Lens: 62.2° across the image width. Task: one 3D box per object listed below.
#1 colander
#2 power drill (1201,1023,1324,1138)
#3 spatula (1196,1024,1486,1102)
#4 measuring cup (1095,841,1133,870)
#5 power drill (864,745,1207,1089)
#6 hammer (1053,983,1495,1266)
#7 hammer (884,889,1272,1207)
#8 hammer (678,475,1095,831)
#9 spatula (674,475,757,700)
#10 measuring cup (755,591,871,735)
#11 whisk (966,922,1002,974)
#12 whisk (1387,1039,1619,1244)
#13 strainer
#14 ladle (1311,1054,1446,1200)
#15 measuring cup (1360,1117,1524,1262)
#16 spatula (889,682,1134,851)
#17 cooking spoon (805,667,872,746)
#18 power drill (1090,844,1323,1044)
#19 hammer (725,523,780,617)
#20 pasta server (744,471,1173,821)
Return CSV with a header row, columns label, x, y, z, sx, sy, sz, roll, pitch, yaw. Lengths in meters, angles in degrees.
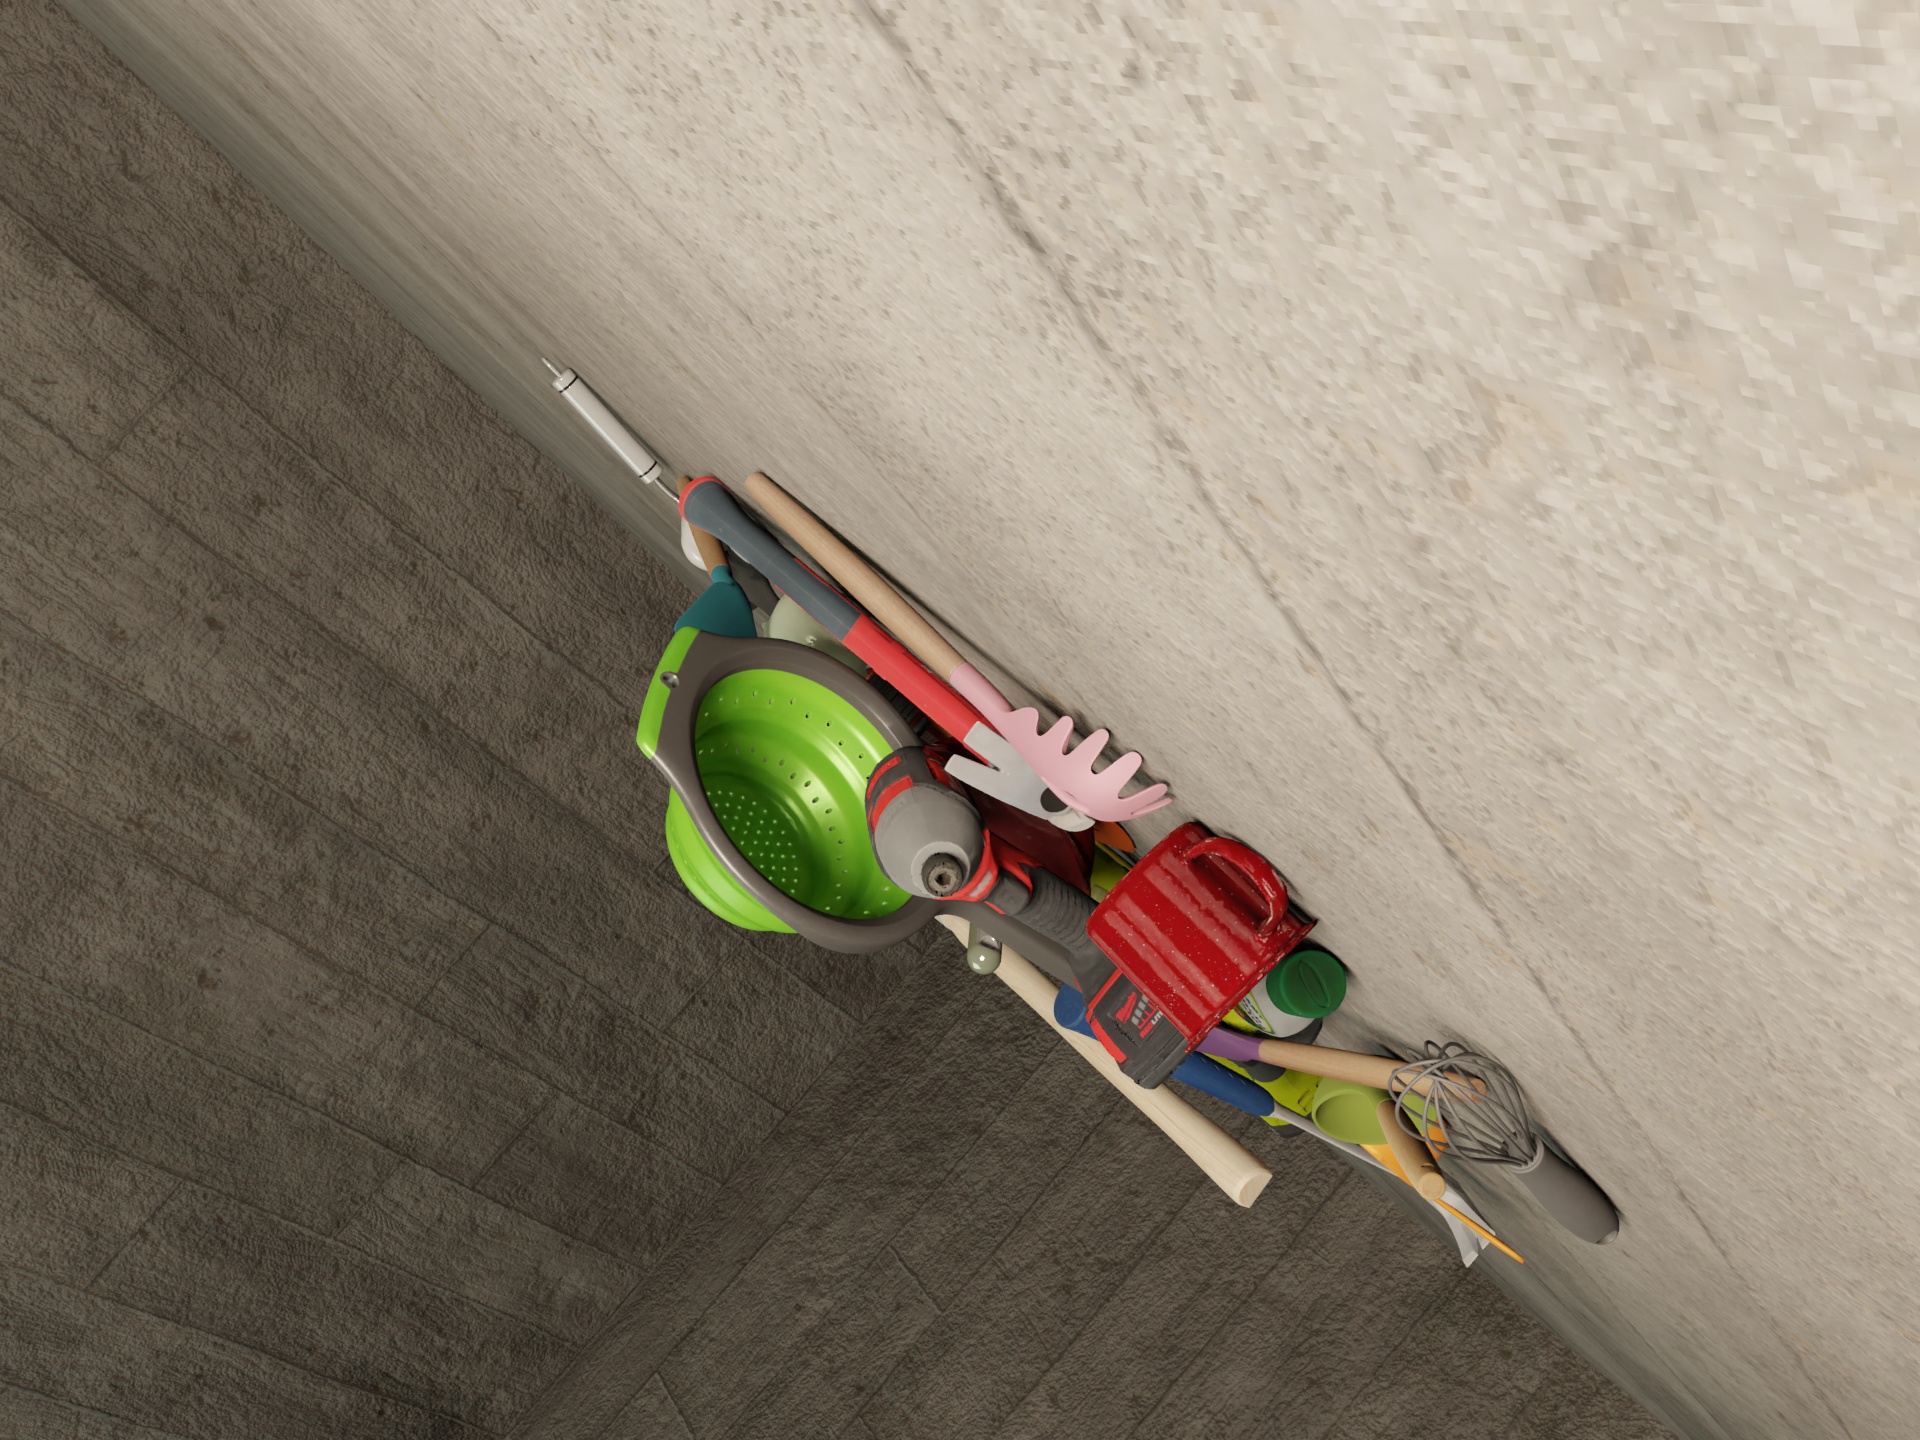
label,x,y,z,sx,sy,sz,roll,pitch,yaw
colander,-0.046,0.102,0.982,0.396,0.094,0.205,35,-142,-22
power drill,0.231,0.266,1.420,0.191,0.080,0.228,36,170,46
spatula,0.202,0.204,0.973,0.059,0.018,0.316,40,161,-18
measuring cup,0.114,0.118,1.277,0.157,0.029,0.062,37,173,34
power drill,0.043,0.106,0.893,0.219,0.078,0.143,37,-172,-16
hammer,0.240,0.295,1.198,0.405,0.035,0.144,30,-168,-23
hammer,0.082,0.235,1.244,0.146,0.038,0.411,31,-176,-45
hammer,-0.074,-0.061,0.999,0.387,0.038,0.143,40,-172,35
spatula,-0.185,-0.110,1.134,0.082,0.044,0.318,58,-179,-33
measuring cup,-0.104,-0.042,1.069,0.083,0.038,0.168,28,-150,-3
whisk,0.024,0.111,1.219,0.057,0.059,0.247,20,-150,-7
whisk,0.282,0.221,0.804,0.238,0.055,0.055,41,177,-37
strainer,-0.246,-0.194,1.284,0.258,0.050,0.087,48,-171,-25
ladle,0.243,0.236,0.890,0.078,0.062,0.320,-1,176,9
measuring cup,0.332,0.304,1.111,0.174,0.052,0.095,35,172,39
spatula,-0.002,-0.004,1.169,0.323,0.041,0.081,44,177,25
cooking spoon,-0.102,-0.013,1.338,0.069,0.017,0.319,41,-167,-2
power drill,0.135,0.150,1.122,0.171,0.080,0.223,42,169,-20
hammer,-0.066,0.006,1.185,0.337,0.034,0.127,49,157,12
pasta server,-0.013,-0.047,0.854,0.316,0.040,0.060,43,177,26
